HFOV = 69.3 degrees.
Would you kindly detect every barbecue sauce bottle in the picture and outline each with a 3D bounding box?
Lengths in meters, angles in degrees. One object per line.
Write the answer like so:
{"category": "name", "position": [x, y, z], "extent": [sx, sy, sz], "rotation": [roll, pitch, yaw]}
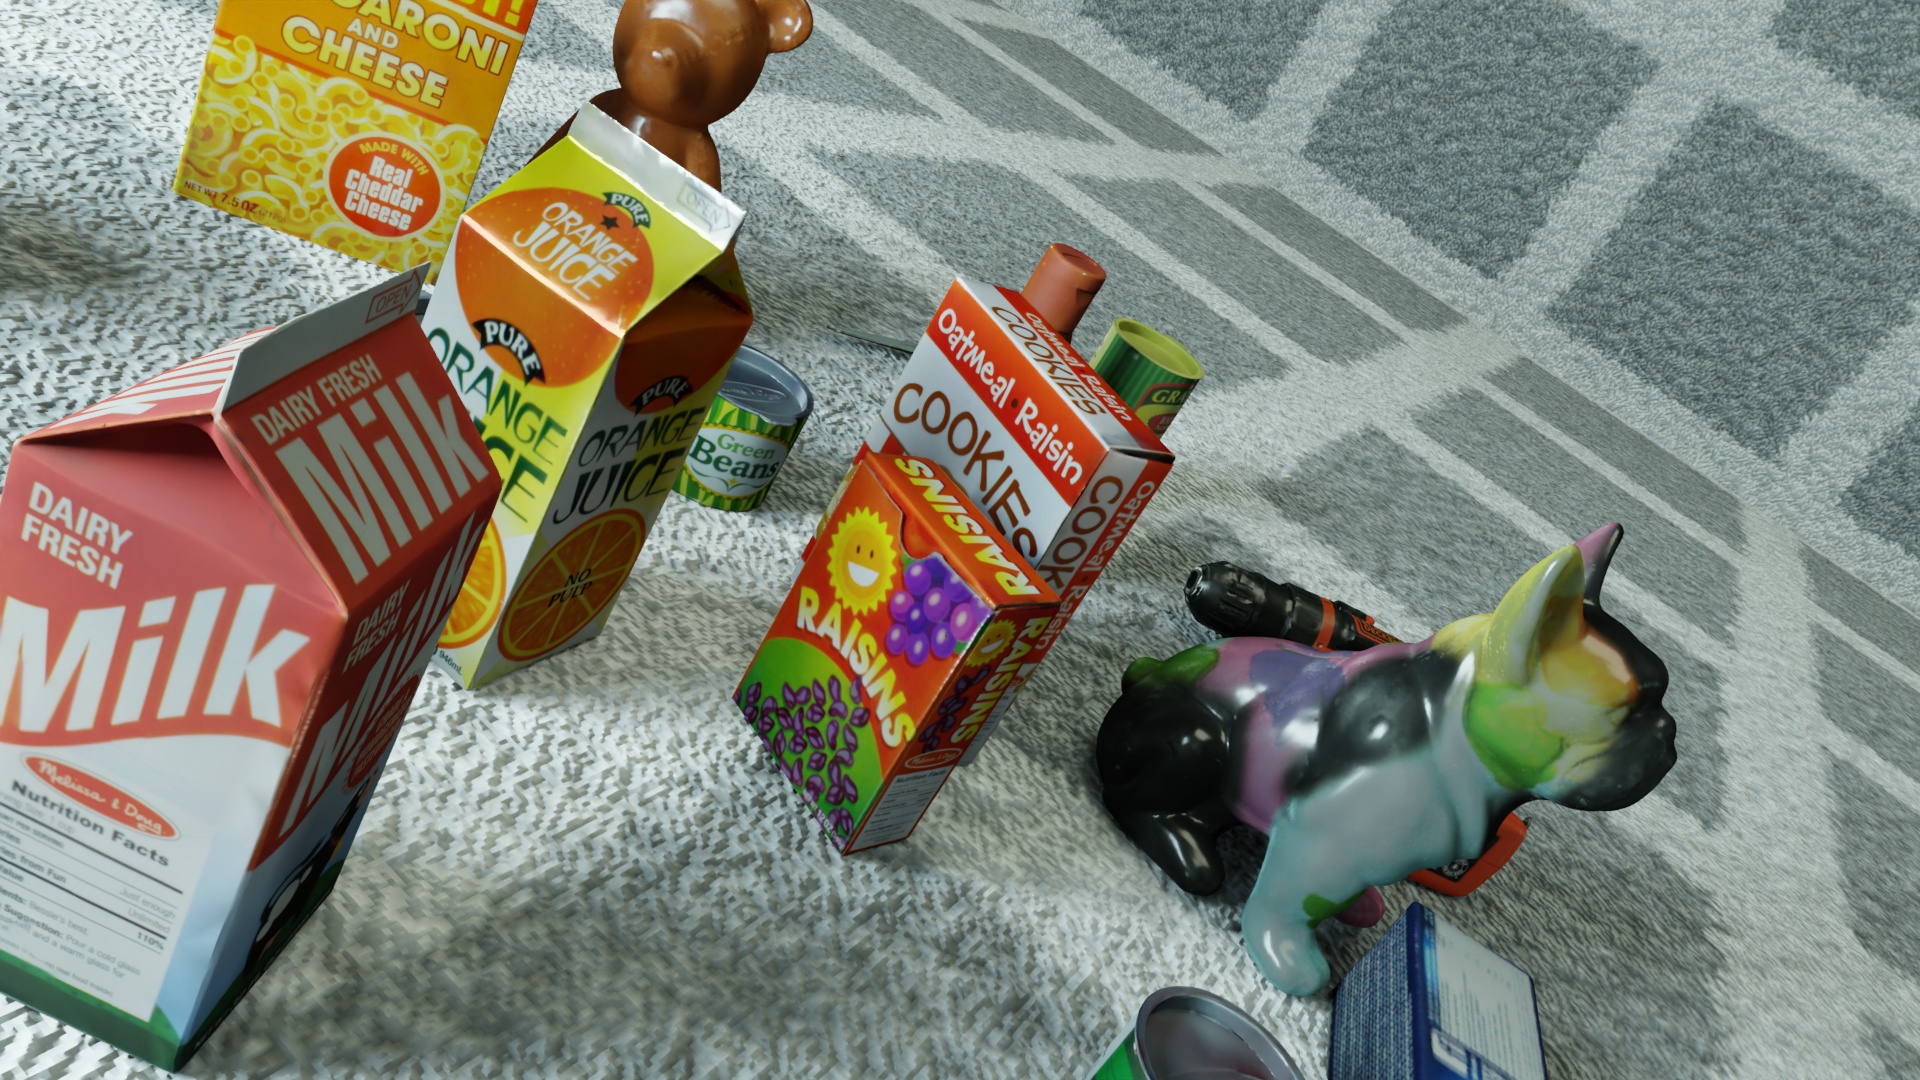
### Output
{"category": "barbecue sauce bottle", "position": [0.030, -0.098, 0.795], "extent": [0.065, 0.148, 0.044], "rotation": [3, 37, -45]}

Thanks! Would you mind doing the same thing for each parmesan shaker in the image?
{"category": "parmesan shaker", "position": [0.102, -0.082, 0.895], "extent": [0.071, 0.102, 0.071], "rotation": [25, 26, -13]}

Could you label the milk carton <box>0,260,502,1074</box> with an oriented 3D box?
{"category": "milk carton", "position": [-0.169, 0.024, 0.320], "extent": [0.073, 0.189, 0.073], "rotation": [29, 26, -5]}

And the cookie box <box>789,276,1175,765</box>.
{"category": "cookie box", "position": [0.002, -0.007, 0.583], "extent": [0.040, 0.166, 0.123], "rotation": [7, 35, -41]}

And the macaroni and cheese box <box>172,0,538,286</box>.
{"category": "macaroni and cheese box", "position": [-0.282, -0.219, 0.654], "extent": [0.124, 0.165, 0.040], "rotation": [18, 28, -25]}

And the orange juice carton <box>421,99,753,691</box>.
{"category": "orange juice carton", "position": [-0.138, -0.048, 0.477], "extent": [0.072, 0.191, 0.073], "rotation": [38, 26, 13]}

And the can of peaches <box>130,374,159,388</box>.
{"category": "can of peaches", "position": [-0.242, -0.012, 0.456], "extent": [0.071, 0.057, 0.071], "rotation": [25, 27, -13]}

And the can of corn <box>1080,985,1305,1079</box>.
{"category": "can of corn", "position": [0.070, 0.188, 0.437], "extent": [0.071, 0.058, 0.071], "rotation": [25, 27, -13]}

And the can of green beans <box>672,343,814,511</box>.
{"category": "can of green beans", "position": [-0.113, -0.056, 0.671], "extent": [0.071, 0.057, 0.071], "rotation": [25, 27, -13]}

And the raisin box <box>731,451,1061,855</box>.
{"category": "raisin box", "position": [-0.028, 0.041, 0.516], "extent": [0.040, 0.123, 0.086], "rotation": [1, 39, -47]}

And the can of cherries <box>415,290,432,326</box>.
{"category": "can of cherries", "position": [-0.213, -0.061, 0.572], "extent": [0.071, 0.058, 0.072], "rotation": [25, 27, -13]}
